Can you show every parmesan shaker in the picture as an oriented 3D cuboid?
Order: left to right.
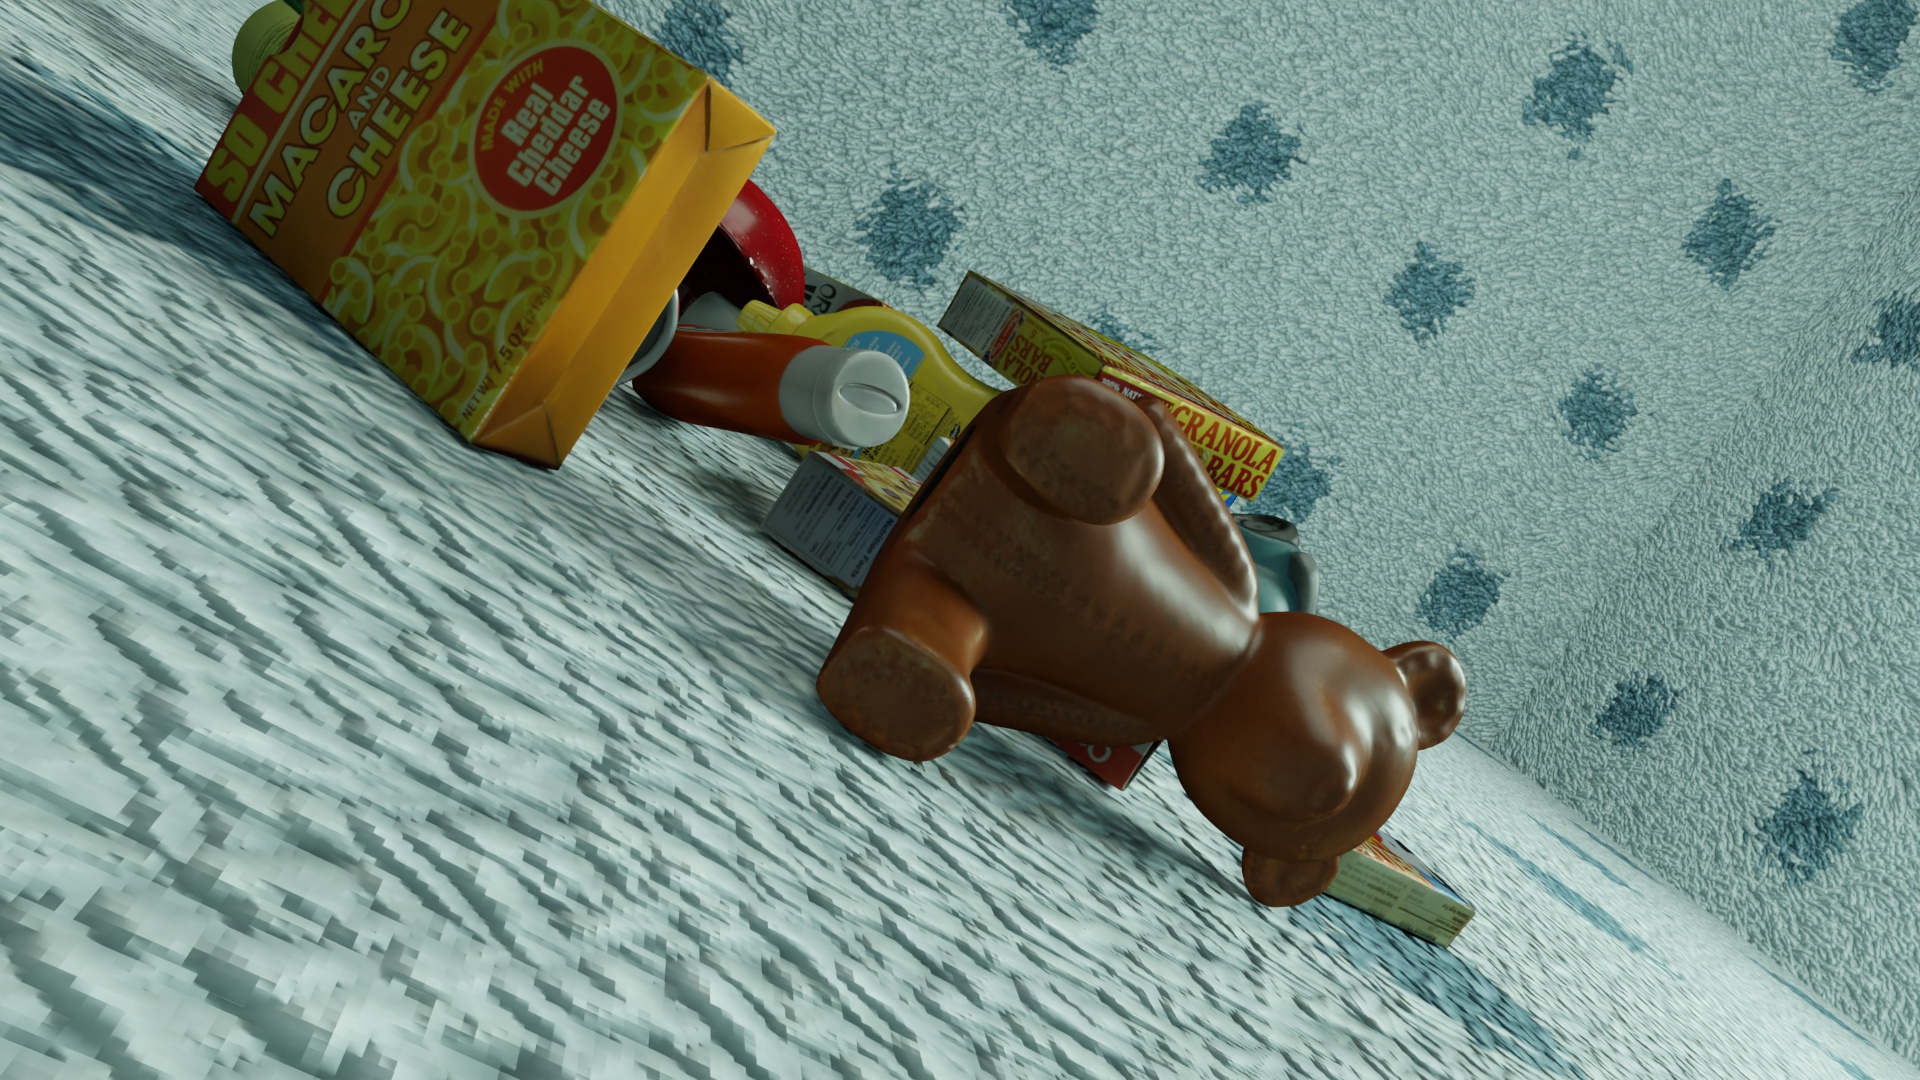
[{"bbox_3d":[-0.288,-0.209,0.645,0.103,0.071,0.071,40,9,40],"label":"parmesan shaker"}]

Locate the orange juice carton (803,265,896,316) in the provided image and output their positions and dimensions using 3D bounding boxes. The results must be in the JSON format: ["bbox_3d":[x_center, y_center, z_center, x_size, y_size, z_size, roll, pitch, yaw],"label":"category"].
[{"bbox_3d":[-0.101,-0.156,1.037,0.193,0.073,0.072,28,3,25],"label":"orange juice carton"}]

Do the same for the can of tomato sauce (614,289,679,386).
[{"bbox_3d":[-0.155,-0.105,0.564,0.071,0.071,0.083,30,9,-36],"label":"can of tomato sauce"}]

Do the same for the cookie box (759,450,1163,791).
[{"bbox_3d":[0.015,0.027,0.560,0.167,0.040,0.123,35,7,10],"label":"cookie box"}]

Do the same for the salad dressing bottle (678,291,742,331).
[{"bbox_3d":[-0.096,-0.084,0.798,0.148,0.044,0.064,36,-2,7],"label":"salad dressing bottle"}]

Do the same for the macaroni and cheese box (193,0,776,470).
[{"bbox_3d":[-0.154,-0.119,0.432,0.167,0.123,0.040,37,6,26],"label":"macaroni and cheese box"}]

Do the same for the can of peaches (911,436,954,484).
[{"bbox_3d":[0.002,-0.008,0.675,0.071,0.058,0.071,33,7,-4],"label":"can of peaches"}]

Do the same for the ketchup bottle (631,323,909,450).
[{"bbox_3d":[-0.077,-0.063,0.567,0.065,0.043,0.149,13,1,-38],"label":"ketchup bottle"}]

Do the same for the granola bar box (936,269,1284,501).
[{"bbox_3d":[0.085,-0.084,0.763,0.165,0.039,0.124,17,19,-44],"label":"granola bar box"}]

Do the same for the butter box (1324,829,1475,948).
[{"bbox_3d":[0.172,0.138,0.597,0.103,0.024,0.053,29,9,-34],"label":"butter box"}]

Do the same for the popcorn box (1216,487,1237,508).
[{"bbox_3d":[0.093,-0.044,0.809,0.127,0.038,0.085,14,19,-49],"label":"popcorn box"}]
